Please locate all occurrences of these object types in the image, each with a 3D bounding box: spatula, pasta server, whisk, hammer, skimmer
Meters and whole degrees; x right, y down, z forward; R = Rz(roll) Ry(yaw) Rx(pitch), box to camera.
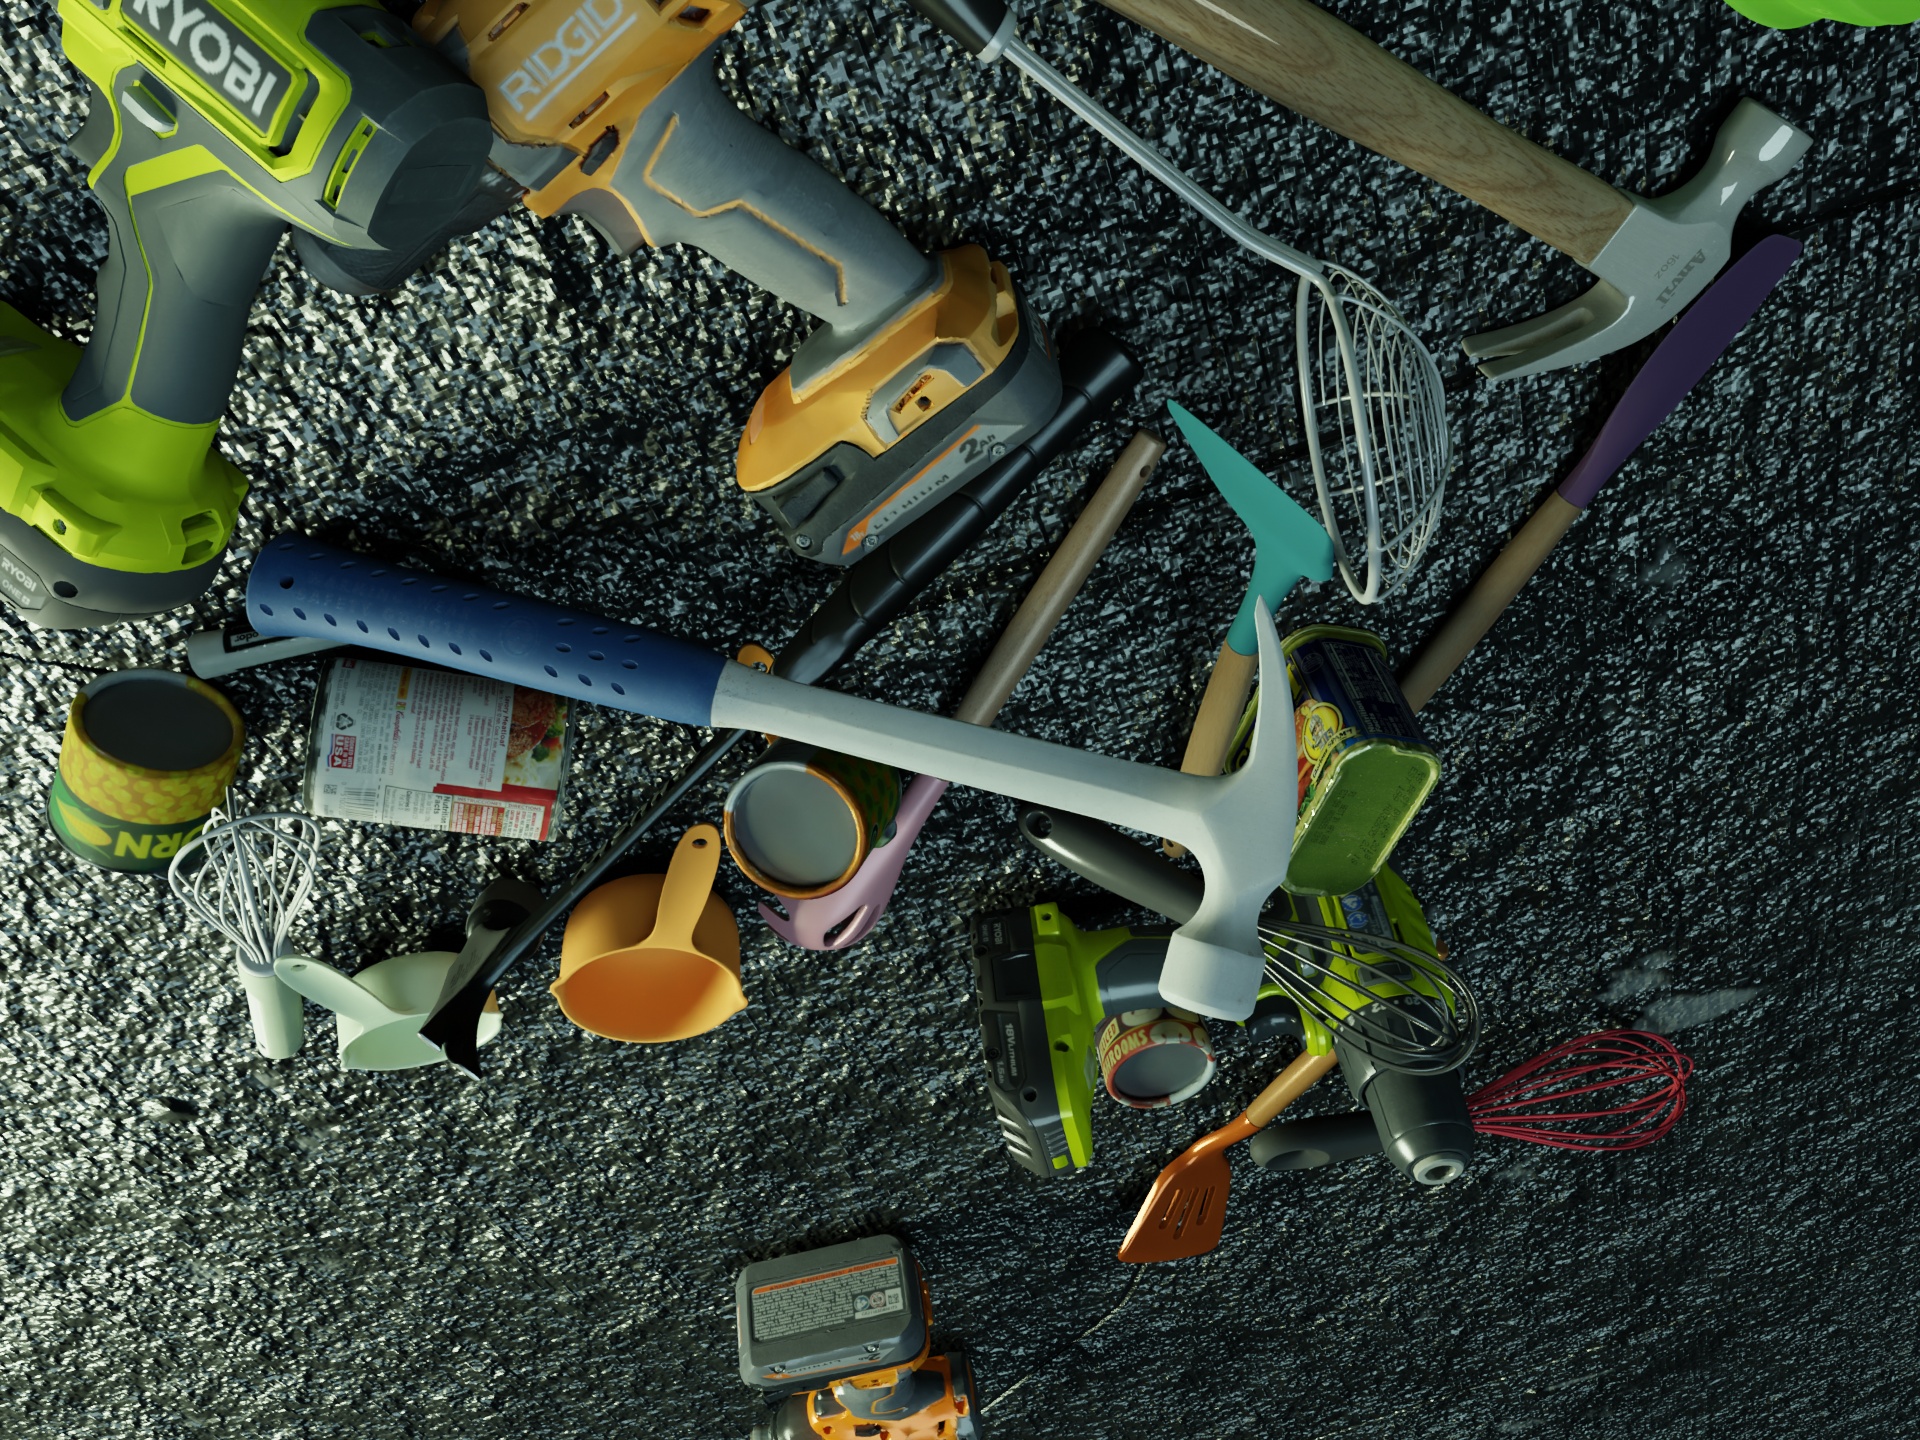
[{"bbox_3d":[0.195,0.234,0.955,0.081,0.041,0.322,5,136,-29],"label":"spatula"},{"bbox_3d":[-0.001,-0.002,0.727,0.060,0.040,0.316,4,128,-45],"label":"pasta server"},{"bbox_3d":[0.315,0.238,0.965,0.295,0.073,0.073,-6,132,-12],"label":"whisk"},{"bbox_3d":[0.146,-0.220,0.568,0.331,0.031,0.130,17,125,-24],"label":"hammer"},{"bbox_3d":[0.109,-0.015,0.688,0.044,0.082,0.317,-34,154,-22],"label":"spatula"},{"bbox_3d":[0.128,0.093,0.744,0.239,0.055,0.055,27,135,24],"label":"whisk"},{"bbox_3d":[0.258,-0.080,0.717,0.059,0.018,0.315,-8,140,-43],"label":"spatula"},{"bbox_3d":[0.042,-0.173,0.552,0.363,0.127,0.090,32,119,-21],"label":"skimmer"},{"bbox_3d":[-0.082,-0.007,0.653,0.036,0.149,0.409,43,105,-15],"label":"hammer"},{"bbox_3d":[-0.314,0.102,0.716,0.059,0.058,0.246,-20,157,-29],"label":"whisk"},{"bbox_3d":[-0.076,-0.013,0.587,0.405,0.035,0.144,14,89,12],"label":"hammer"}]

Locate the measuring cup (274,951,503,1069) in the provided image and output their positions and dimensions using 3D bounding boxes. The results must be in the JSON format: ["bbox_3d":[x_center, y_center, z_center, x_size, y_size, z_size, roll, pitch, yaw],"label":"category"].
[{"bbox_3d":[-0.275,0.123,0.745,0.083,0.038,0.167,-19,153,0],"label":"measuring cup"}]

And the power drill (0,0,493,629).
[{"bbox_3d":[-0.264,-0.154,0.494,0.171,0.080,0.223,41,117,-1],"label":"power drill"}]

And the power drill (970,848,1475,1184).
[{"bbox_3d":[0.128,0.150,0.785,0.228,0.191,0.080,-11,136,5],"label":"power drill"}]

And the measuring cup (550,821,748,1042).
[{"bbox_3d":[-0.139,0.086,0.754,0.095,0.052,0.173,8,135,-18],"label":"measuring cup"}]

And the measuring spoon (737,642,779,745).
[{"bbox_3d":[-0.078,0.007,0.739,0.021,0.011,0.116,-17,128,5],"label":"measuring spoon"}]

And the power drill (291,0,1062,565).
[{"bbox_3d":[-0.095,-0.155,0.548,0.185,0.084,0.226,-33,125,20],"label":"power drill"}]

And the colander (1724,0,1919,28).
[{"bbox_3d":[0.333,-0.272,0.516,0.396,0.205,0.094,4,166,-35],"label":"colander"}]

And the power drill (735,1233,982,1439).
[{"bbox_3d":[-0.081,0.439,1.068,0.164,0.084,0.226,-13,136,1],"label":"power drill"}]
